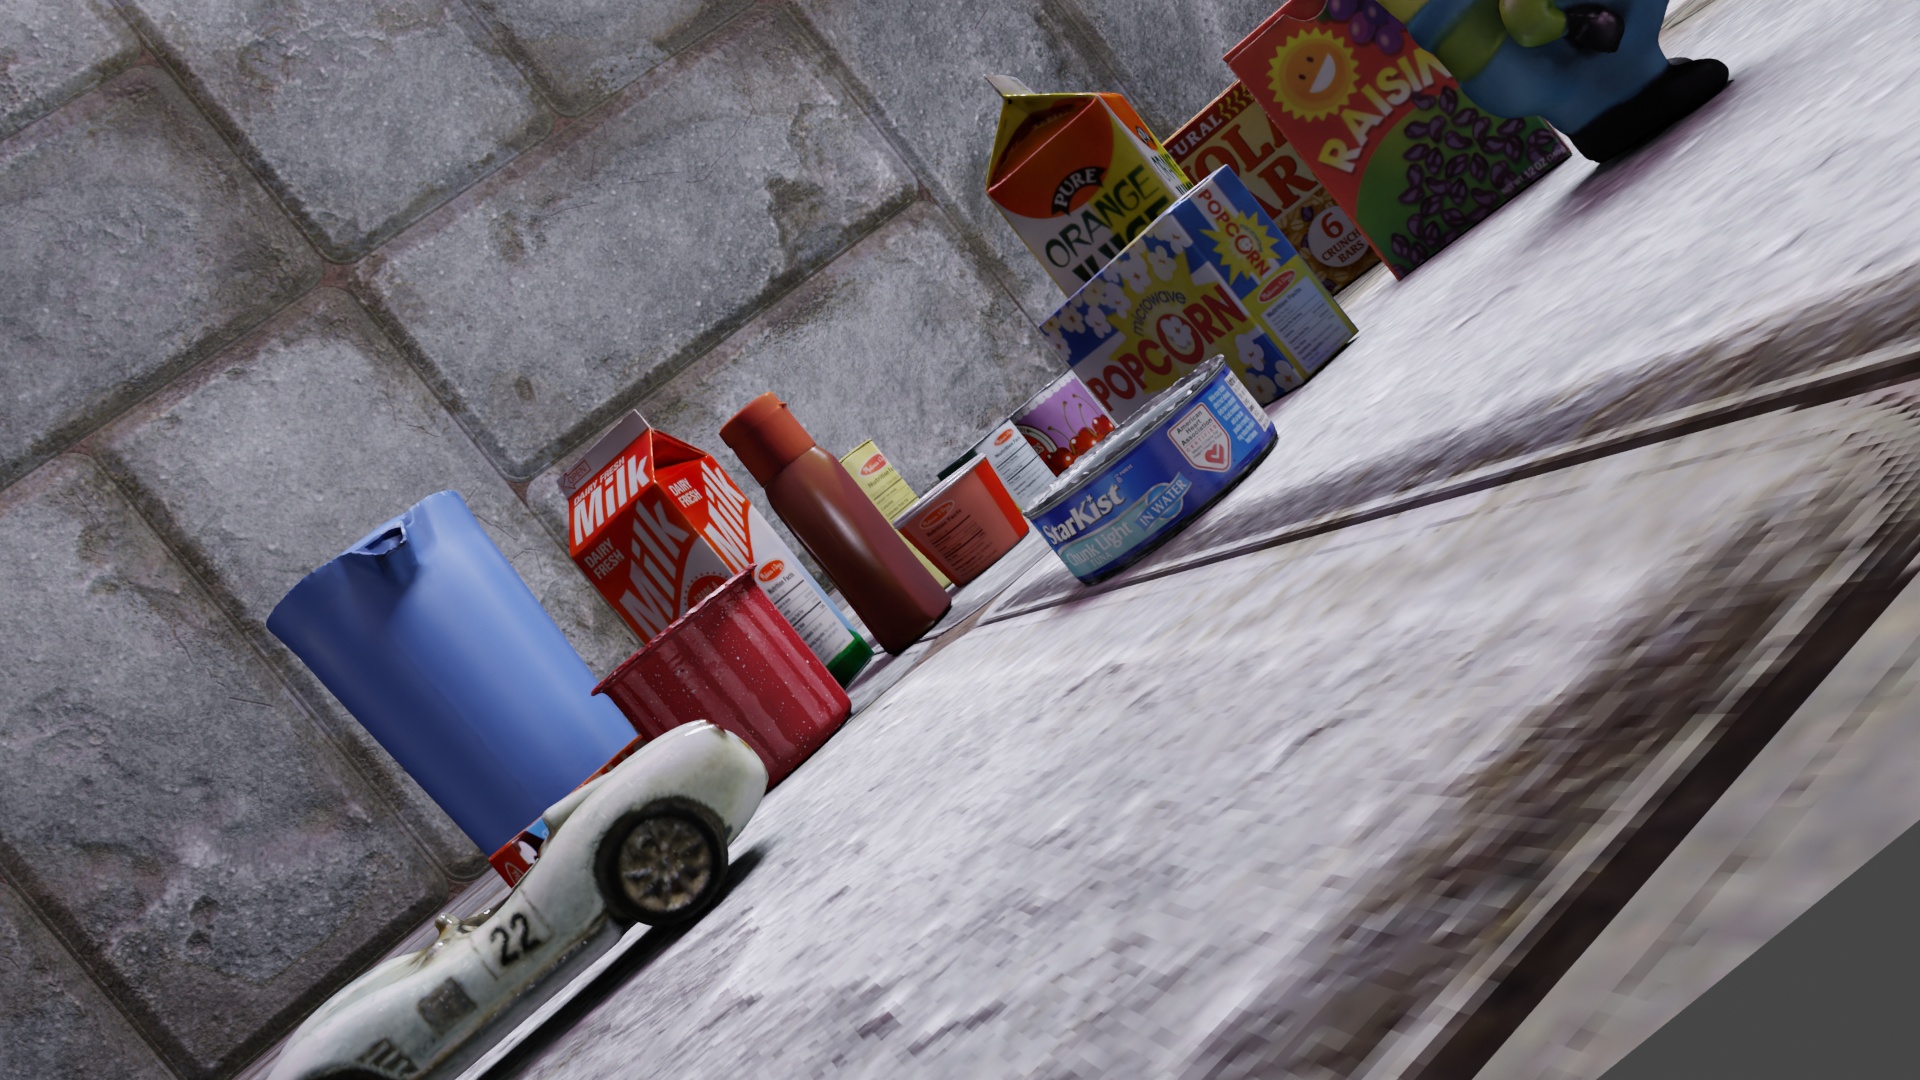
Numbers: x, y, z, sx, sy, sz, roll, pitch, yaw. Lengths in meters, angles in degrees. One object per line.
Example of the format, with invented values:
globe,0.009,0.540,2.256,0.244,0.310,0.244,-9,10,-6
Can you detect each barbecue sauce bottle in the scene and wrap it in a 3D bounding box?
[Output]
barbecue sauce bottle,-0.066,-0.010,0.730,0.043,0.148,0.065,-39,3,8

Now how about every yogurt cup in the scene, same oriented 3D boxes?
yogurt cup,0.003,-0.010,0.801,0.072,0.054,0.072,-39,3,2

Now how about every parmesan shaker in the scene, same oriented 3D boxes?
parmesan shaker,-0.052,-0.003,0.881,0.071,0.103,0.071,-39,3,2

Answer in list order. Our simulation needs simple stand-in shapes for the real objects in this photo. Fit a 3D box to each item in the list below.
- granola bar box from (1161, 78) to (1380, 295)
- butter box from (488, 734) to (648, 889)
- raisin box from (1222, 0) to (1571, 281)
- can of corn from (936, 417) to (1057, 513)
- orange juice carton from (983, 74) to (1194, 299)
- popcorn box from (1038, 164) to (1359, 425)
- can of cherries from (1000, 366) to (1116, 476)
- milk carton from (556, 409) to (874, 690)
granola bar box,0.144,-0.167,0.773,0.165,0.124,0.039,-38,3,24
butter box,-0.154,0.130,0.618,0.024,0.053,0.104,-37,4,35
raisin box,0.186,-0.187,0.594,0.086,0.123,0.040,-37,3,30
can of corn,0.025,-0.043,0.984,0.071,0.058,0.071,-39,3,2
orange juice carton,0.080,-0.153,0.682,0.073,0.192,0.072,-38,3,23
popcorn box,0.095,-0.089,0.585,0.038,0.085,0.126,-40,3,-24
can of cherries,0.073,-0.086,1.041,0.071,0.058,0.071,-39,3,2
milk carton,-0.142,0.021,0.771,0.072,0.190,0.074,-38,3,20
